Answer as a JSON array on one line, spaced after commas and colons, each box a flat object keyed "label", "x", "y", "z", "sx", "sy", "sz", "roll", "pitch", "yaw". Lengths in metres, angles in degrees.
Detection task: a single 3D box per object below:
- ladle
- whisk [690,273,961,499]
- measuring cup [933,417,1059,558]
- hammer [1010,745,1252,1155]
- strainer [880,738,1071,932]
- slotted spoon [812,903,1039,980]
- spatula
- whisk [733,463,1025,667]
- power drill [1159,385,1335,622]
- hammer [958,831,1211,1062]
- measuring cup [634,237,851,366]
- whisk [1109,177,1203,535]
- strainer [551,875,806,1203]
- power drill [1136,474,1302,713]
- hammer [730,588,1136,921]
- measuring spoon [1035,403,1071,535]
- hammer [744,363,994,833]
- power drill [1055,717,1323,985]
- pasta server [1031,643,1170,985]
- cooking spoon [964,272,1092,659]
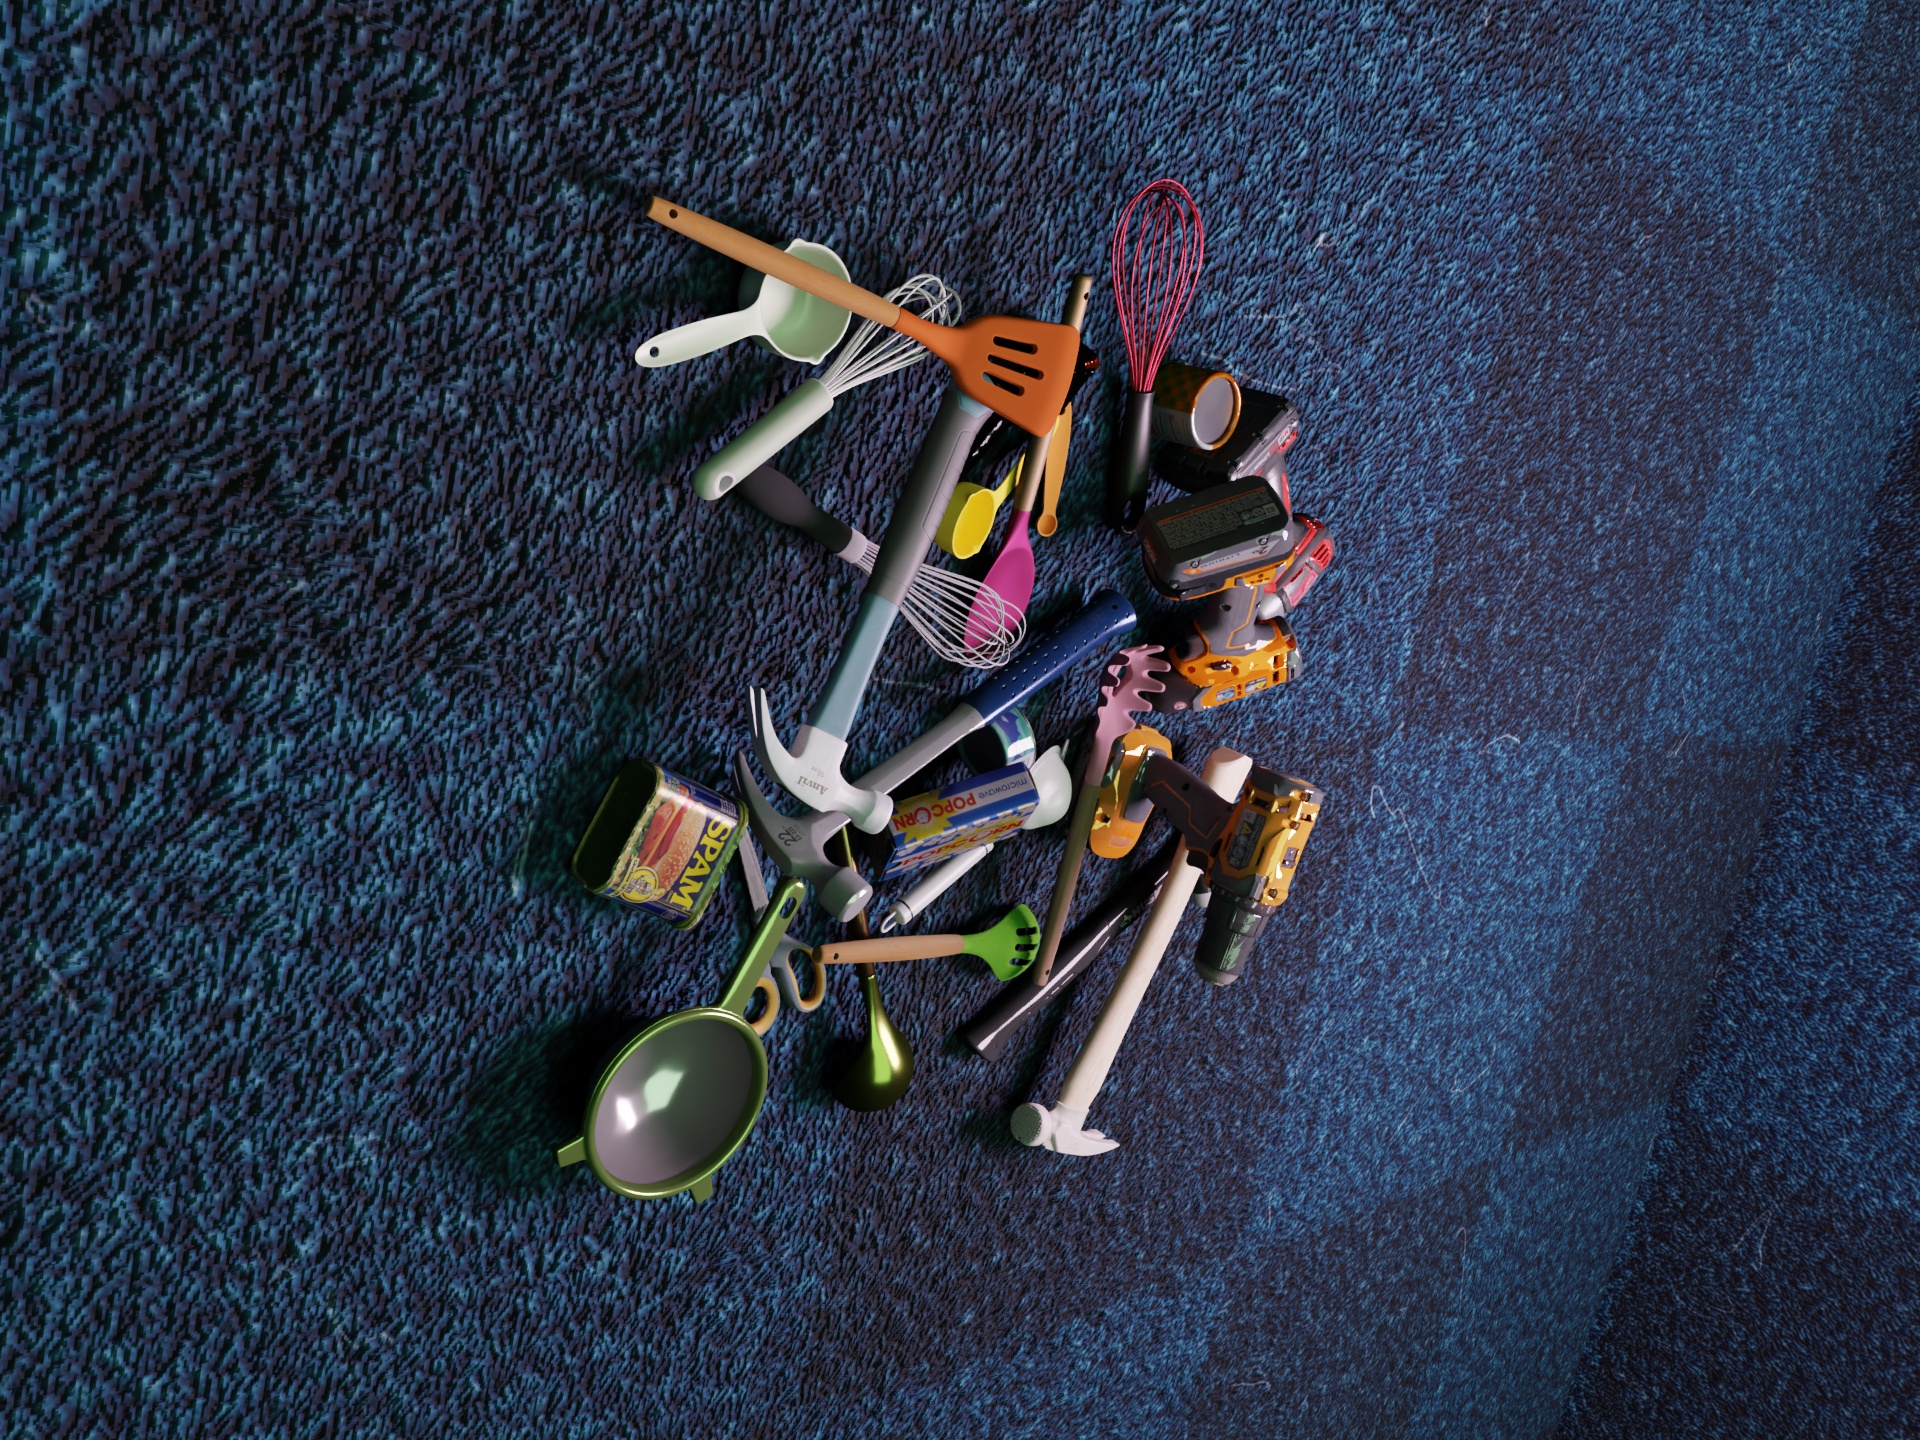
[{"label": "ladle", "x": -0.088, "y": 0.178, "z": 1.283, "sx": 0.078, "sy": 0.062, "sz": 0.320, "roll": -26, "pitch": 117, "yaw": -40}, {"label": "whisk", "x": -0.091, "y": -0.228, "z": 1.084, "sx": 0.246, "sy": 0.059, "sz": 0.057, "roll": -44, "pitch": 153, "yaw": -22}, {"label": "measuring cup", "x": 0.027, "y": -0.190, "z": 1.238, "sx": 0.156, "sy": 0.029, "sz": 0.062, "roll": -53, "pitch": 154, "yaw": -27}, {"label": "hammer", "x": 0.182, "y": 0.220, "z": 1.508, "sx": 0.146, "sy": 0.038, "sz": 0.410, "roll": 25, "pitch": 90, "yaw": -49}, {"label": "strainer", "x": 0.025, "y": 0.100, "z": 1.333, "sx": 0.258, "sy": 0.050, "sz": 0.086, "roll": -38, "pitch": 152, "yaw": -30}, {"label": "slotted spoon", "x": -0.017, "y": 0.189, "z": 1.318, "sx": 0.313, "sy": 0.031, "sz": 0.070, "roll": 8, "pitch": 95, "yaw": -55}, {"label": "spatula", "x": -0.058, "y": -0.273, "z": 1.040, "sx": 0.322, "sy": 0.041, "sz": 0.081, "roll": 15, "pitch": 95, "yaw": -37}, {"label": "whisk", "x": -0.058, "y": -0.112, "z": 1.159, "sx": 0.284, "sy": 0.070, "sz": 0.070, "roll": 31, "pitch": 85, "yaw": -37}, {"label": "power drill", "x": 0.263, "y": -0.179, "z": 1.438, "sx": 0.143, "sy": 0.079, "sz": 0.219, "roll": -48, "pitch": 137, "yaw": -17}, {"label": "hammer", "x": 0.125, "y": 0.203, "z": 1.496, "sx": 0.335, "sy": 0.035, "sz": 0.146, "roll": -37, "pitch": 130, "yaw": -27}, {"label": "measuring cup", "x": -0.146, "y": -0.261, "z": 1.031, "sx": 0.167, "sy": 0.038, "sz": 0.083, "roll": -28, "pitch": 125, "yaw": -31}, {"label": "whisk", "x": 0.148, "y": -0.288, "z": 1.292, "sx": 0.073, "sy": 0.073, "sz": 0.295, "roll": -22, "pitch": 128, "yaw": -37}, {"label": "strainer", "x": -0.196, "y": 0.221, "z": 1.168, "sx": 0.151, "sy": 0.069, "sz": 0.256, "roll": 34, "pitch": 82, "yaw": -44}, {"label": "power drill", "x": 0.211, "y": -0.092, "z": 1.374, "sx": 0.164, "sy": 0.084, "sz": 0.226, "roll": -19, "pitch": 142, "yaw": -2}, {"label": "hammer", "x": -0.002, "y": -0.004, "z": 1.236, "sx": 0.405, "sy": 0.144, "sz": 0.035, "roll": -36, "pitch": 160, "yaw": -37}, {"label": "measuring spoon", "x": 0.074, "y": -0.208, "z": 1.289, "sx": 0.021, "sy": 0.011, "sz": 0.117, "roll": -2, "pitch": 105, "yaw": -33}, {"label": "hammer", "x": -0.049, "y": -0.096, "z": 1.111, "sx": 0.128, "sy": 0.033, "sz": 0.331, "roll": 26, "pitch": 81, "yaw": -27}, {"label": "power drill", "x": 0.188, "y": 0.107, "z": 1.375, "sx": 0.084, "sy": 0.226, "sz": 0.185, "roll": 14, "pitch": 98, "yaw": -46}, {"label": "pasta server", "x": 0.111, "y": 0.082, "z": 1.367, "sx": 0.060, "sy": 0.040, "sz": 0.316, "roll": 5, "pitch": 103, "yaw": -43}, {"label": "cooking spoon", "x": 0.054, "y": -0.188, "z": 1.230, "sx": 0.068, "sy": 0.017, "sz": 0.318, "roll": -14, "pitch": 129, "yaw": -43}]
